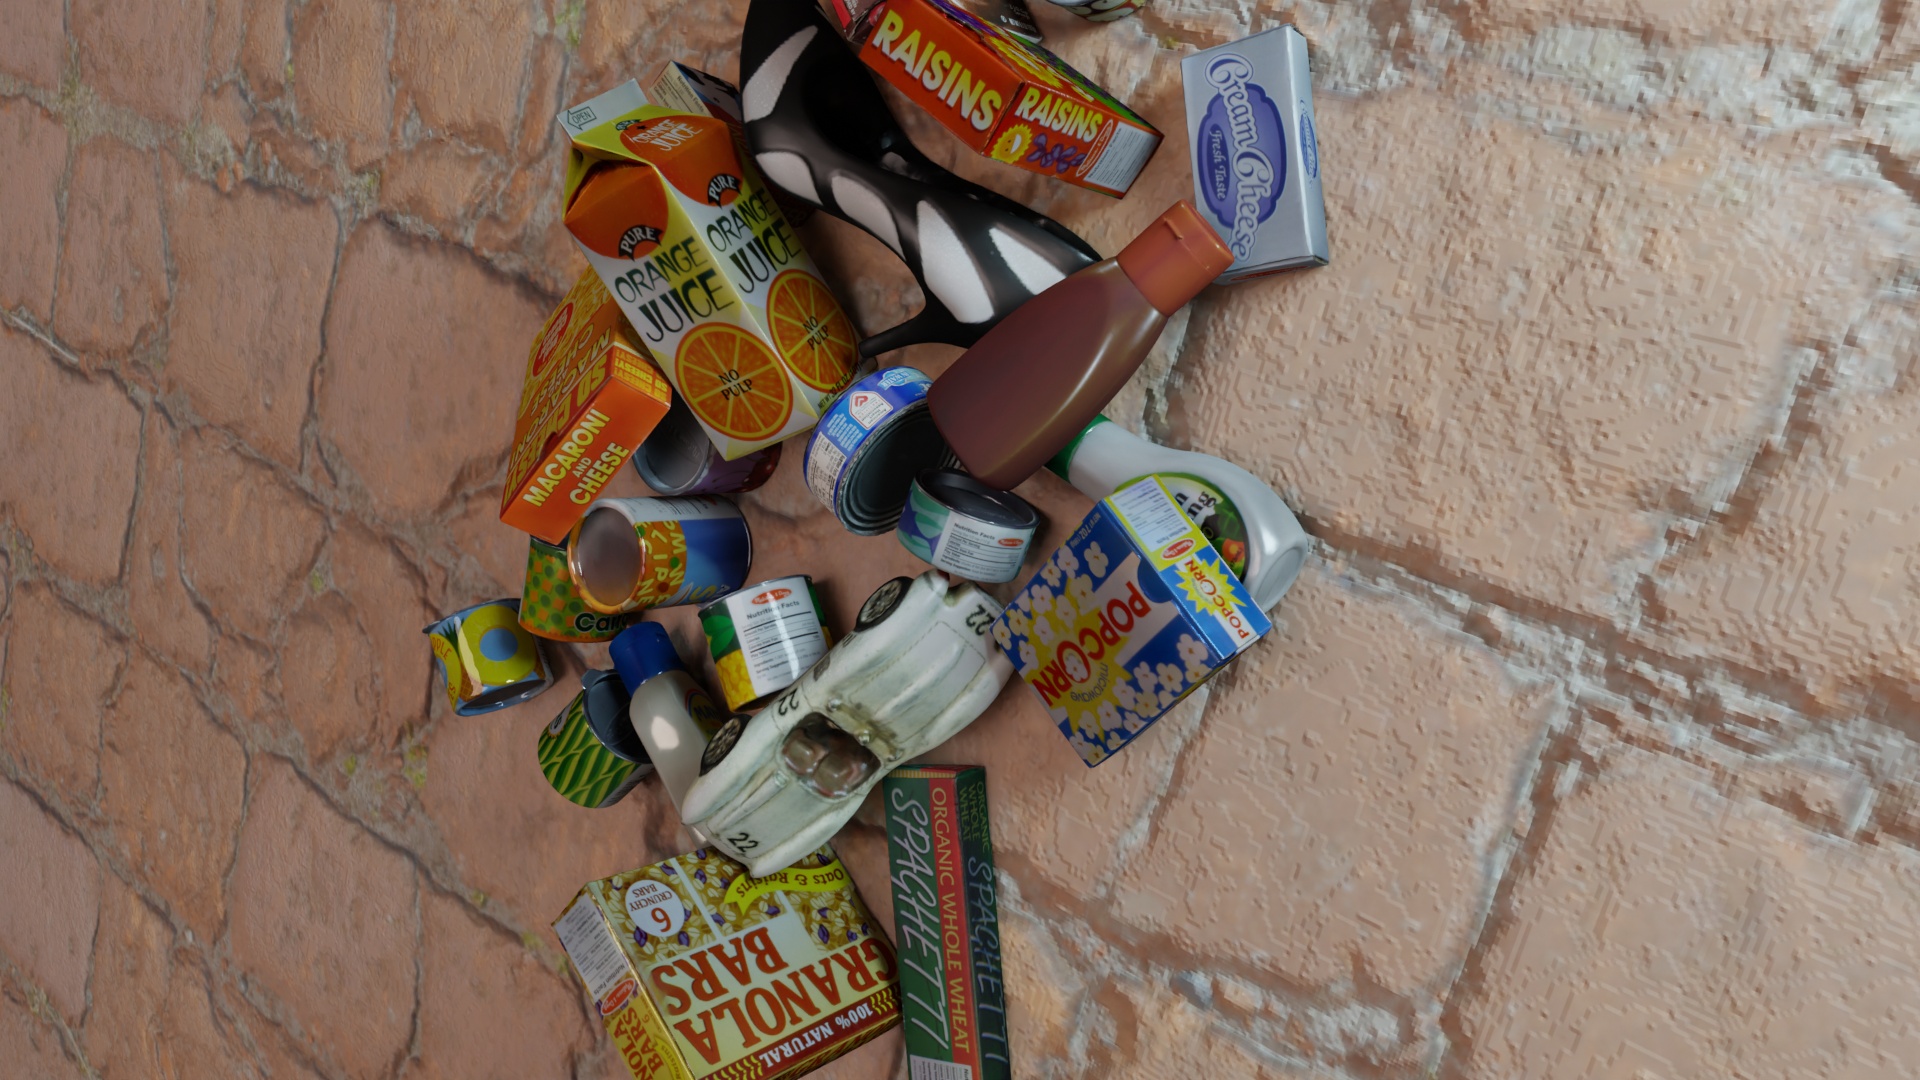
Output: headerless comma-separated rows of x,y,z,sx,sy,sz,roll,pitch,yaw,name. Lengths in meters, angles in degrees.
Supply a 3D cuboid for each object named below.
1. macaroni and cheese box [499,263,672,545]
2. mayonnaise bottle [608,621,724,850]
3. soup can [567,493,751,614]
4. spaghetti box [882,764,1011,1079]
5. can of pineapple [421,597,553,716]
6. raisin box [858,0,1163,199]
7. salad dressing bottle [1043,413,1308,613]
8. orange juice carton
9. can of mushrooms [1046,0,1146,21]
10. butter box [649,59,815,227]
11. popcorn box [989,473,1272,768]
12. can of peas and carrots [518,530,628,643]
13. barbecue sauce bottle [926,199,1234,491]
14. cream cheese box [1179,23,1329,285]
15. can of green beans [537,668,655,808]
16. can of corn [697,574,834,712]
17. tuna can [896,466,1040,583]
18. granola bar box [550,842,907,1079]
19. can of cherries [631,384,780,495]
-0.211,-0.097,0.799,0.123,0.040,0.167,-43,35,29,macaroni and cheese box
-0.160,0.115,0.814,0.041,0.064,0.148,-38,66,8,mayonnaise bottle
-0.174,0.010,0.803,0.071,0.084,0.071,3,95,35,soup can
-0.004,0.241,0.729,0.050,0.029,0.250,-5,89,35,spaghetti box
-0.309,0.077,0.910,0.070,0.071,0.058,-31,75,32,can of pineapple
0.026,-0.201,0.628,0.086,0.123,0.040,46,117,25,raisin box
0.088,-0.022,0.642,0.148,0.044,0.064,37,122,30,salad dressing bottle
-0.133,-0.145,0.722,0.073,0.072,0.192,-19,113,34,orange juice carton
0.066,-0.280,0.651,0.071,0.033,0.071,2,93,35,can of mushrooms
-0.126,-0.220,0.777,0.024,0.053,0.104,-45,68,25,butter box
0.072,0.040,0.628,0.085,0.038,0.126,55,144,14,popcorn box
-0.234,0.027,0.857,0.071,0.071,0.058,19,104,33,can of peas and carrots
0.054,-0.090,0.623,0.148,0.043,0.065,-40,60,20,barbecue sauce bottle
0.130,-0.169,0.617,0.053,0.024,0.103,-6,89,35,cream cheese box
-0.215,0.121,0.848,0.057,0.071,0.071,-42,70,30,can of green beans
-0.105,0.058,0.770,0.071,0.071,0.058,-27,78,33,can of corn
0.002,-0.009,0.691,0.071,0.071,0.032,32,111,30,tuna can
-0.110,0.218,0.719,0.039,0.166,0.124,-47,67,27,granola bar box
-0.144,-0.061,0.794,0.071,0.058,0.071,2,93,36,can of cherries
